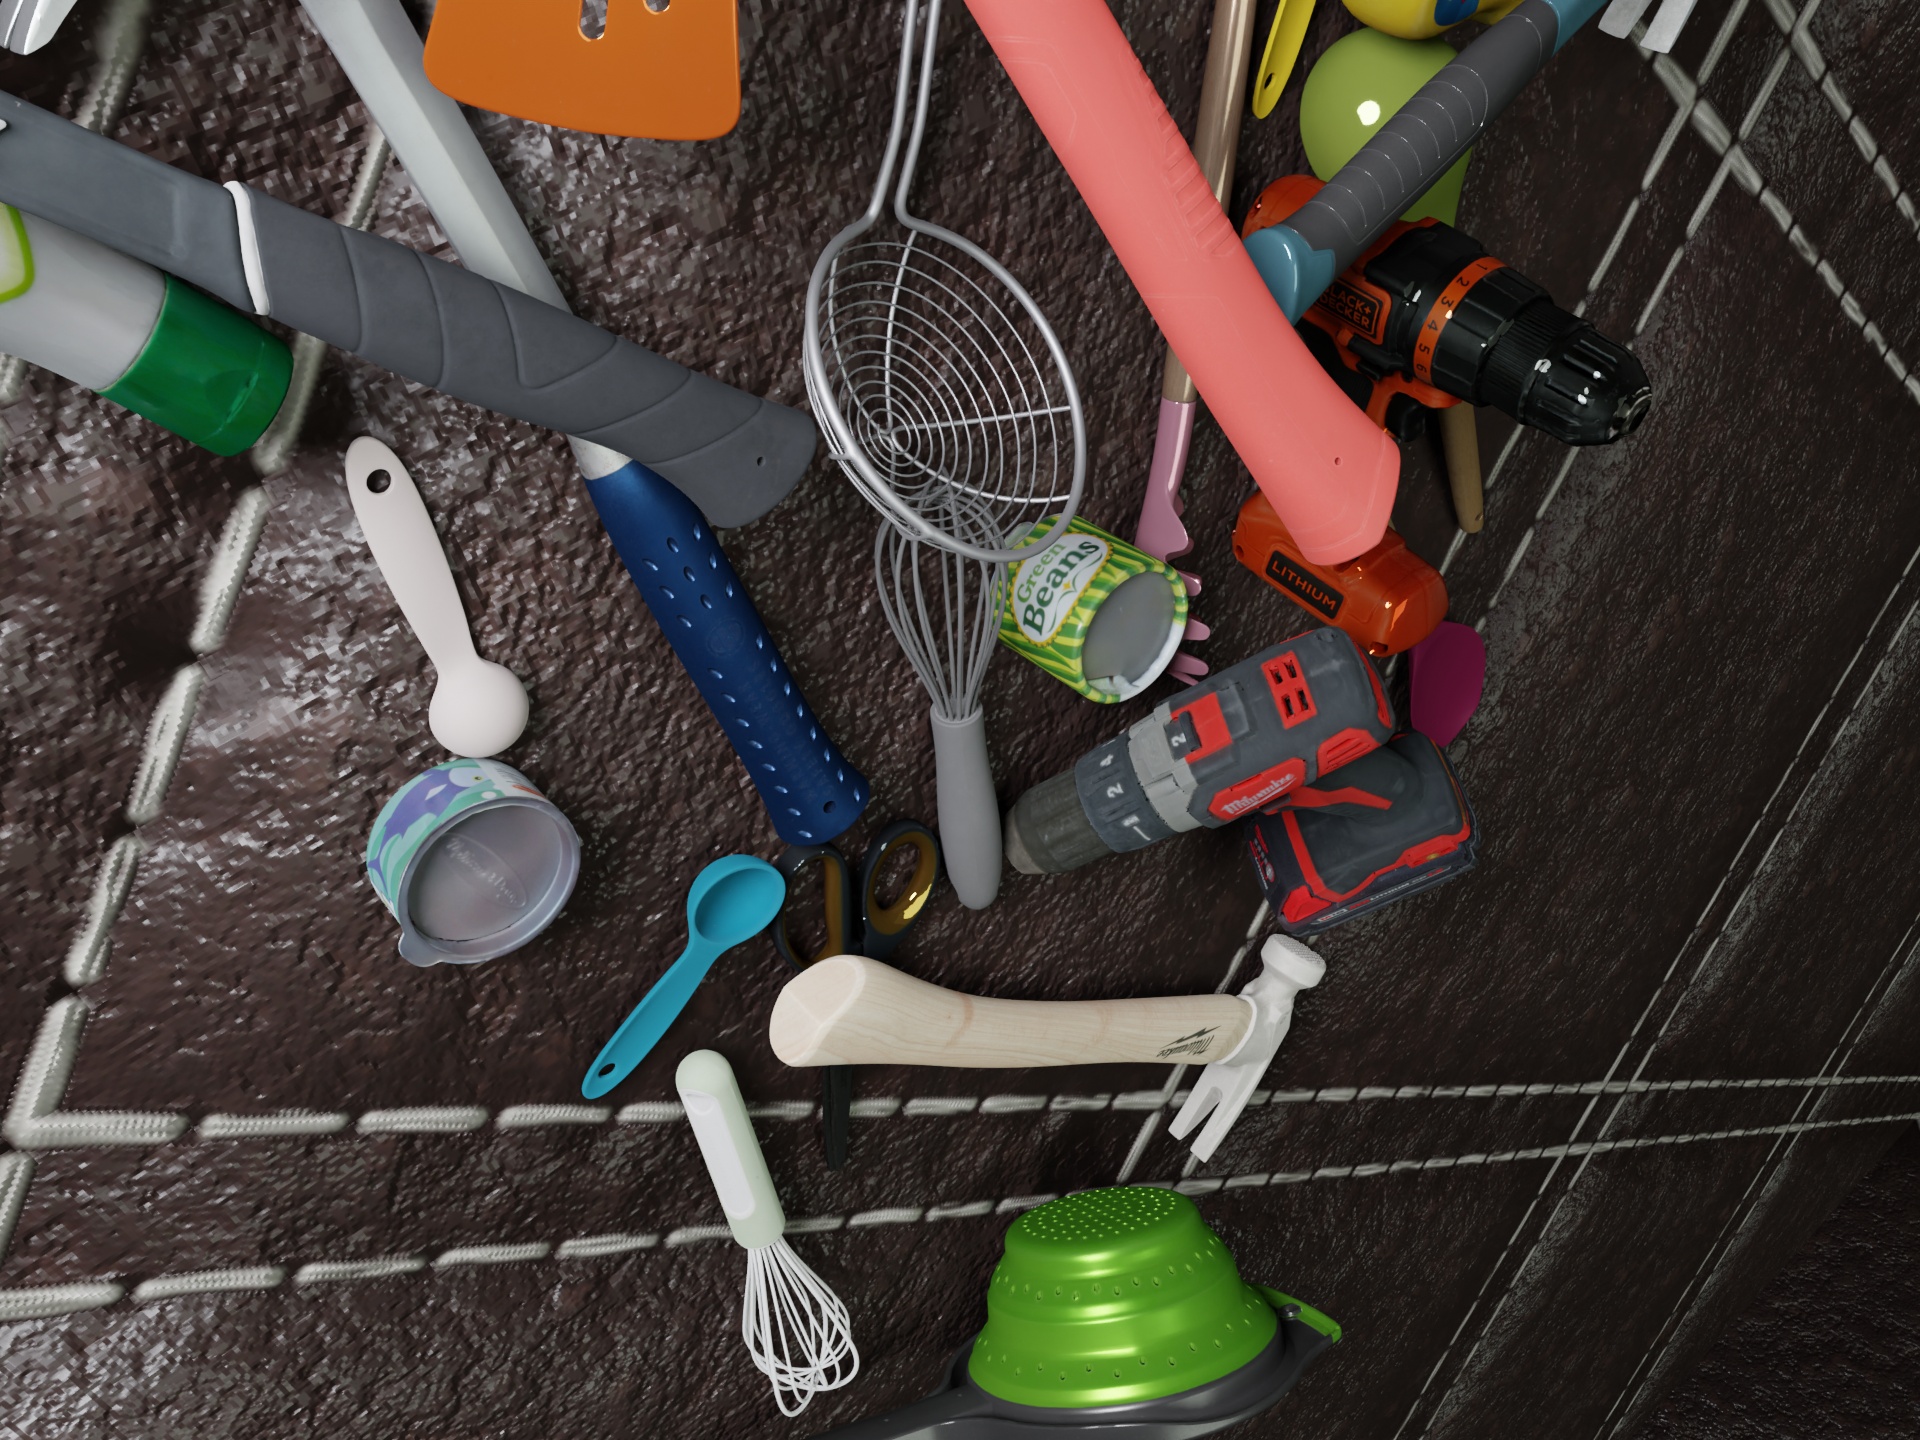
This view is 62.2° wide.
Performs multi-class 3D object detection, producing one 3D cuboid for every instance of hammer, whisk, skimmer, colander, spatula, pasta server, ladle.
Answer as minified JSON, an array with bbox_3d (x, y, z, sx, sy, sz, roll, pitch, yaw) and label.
[{"bbox_3d":[-0.185,-0.123,0.370,0.408,0.036,0.149,15,98,-49],"label":"hammer"},{"bbox_3d":[0.000,-0.002,0.674,0.055,0.055,0.238,-30,137,-25],"label":"whisk"},{"bbox_3d":[-0.120,-0.091,0.510,0.144,0.035,0.405,-41,137,-16],"label":"hammer"},{"bbox_3d":[0.013,-0.232,0.498,0.127,0.090,0.363,-21,129,-45],"label":"skimmer"},{"bbox_3d":[0.211,-0.256,0.606,0.331,0.033,0.128,-45,152,-18],"label":"hammer"},{"bbox_3d":[0.028,-0.187,0.474,0.149,0.037,0.358,-39,114,-4],"label":"hammer"},{"bbox_3d":[0.011,0.335,0.865,0.397,0.204,0.094,-10,89,-20],"label":"colander"},{"bbox_3d":[0.054,0.170,0.828,0.410,0.038,0.146,14,107,-49],"label":"hammer"},{"bbox_3d":[-0.078,-0.309,0.373,0.081,0.041,0.322,2,100,-20],"label":"spatula"},{"bbox_3d":[0.104,-0.162,0.670,0.040,0.060,0.316,6,117,2],"label":"pasta server"},{"bbox_3d":[0.224,-0.192,0.768,0.078,0.062,0.319,-45,145,-7],"label":"ladle"},{"bbox_3d":[-0.093,0.245,0.749,0.059,0.058,0.246,-63,149,-49],"label":"whisk"}]

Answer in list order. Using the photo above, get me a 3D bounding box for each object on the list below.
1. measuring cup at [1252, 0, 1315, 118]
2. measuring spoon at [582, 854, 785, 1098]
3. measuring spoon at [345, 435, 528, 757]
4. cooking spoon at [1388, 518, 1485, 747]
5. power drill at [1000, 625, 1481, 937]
[{"bbox_3d":[0.130,-0.313,0.611,0.062,0.029,0.156,-27,144,-38],"label":"measuring cup"},{"bbox_3d":[-0.121,0.103,0.656,0.128,0.021,0.042,-52,139,10],"label":"measuring spoon"},{"bbox_3d":[-0.169,-0.035,0.514,0.034,0.018,0.124,-32,133,-23],"label":"measuring spoon"},{"bbox_3d":[0.239,-0.076,0.865,0.069,0.017,0.318,-49,139,-7],"label":"cooking spoon"},{"bbox_3d":[0.143,0.043,0.779,0.188,0.080,0.226,-28,151,23],"label":"power drill"}]
